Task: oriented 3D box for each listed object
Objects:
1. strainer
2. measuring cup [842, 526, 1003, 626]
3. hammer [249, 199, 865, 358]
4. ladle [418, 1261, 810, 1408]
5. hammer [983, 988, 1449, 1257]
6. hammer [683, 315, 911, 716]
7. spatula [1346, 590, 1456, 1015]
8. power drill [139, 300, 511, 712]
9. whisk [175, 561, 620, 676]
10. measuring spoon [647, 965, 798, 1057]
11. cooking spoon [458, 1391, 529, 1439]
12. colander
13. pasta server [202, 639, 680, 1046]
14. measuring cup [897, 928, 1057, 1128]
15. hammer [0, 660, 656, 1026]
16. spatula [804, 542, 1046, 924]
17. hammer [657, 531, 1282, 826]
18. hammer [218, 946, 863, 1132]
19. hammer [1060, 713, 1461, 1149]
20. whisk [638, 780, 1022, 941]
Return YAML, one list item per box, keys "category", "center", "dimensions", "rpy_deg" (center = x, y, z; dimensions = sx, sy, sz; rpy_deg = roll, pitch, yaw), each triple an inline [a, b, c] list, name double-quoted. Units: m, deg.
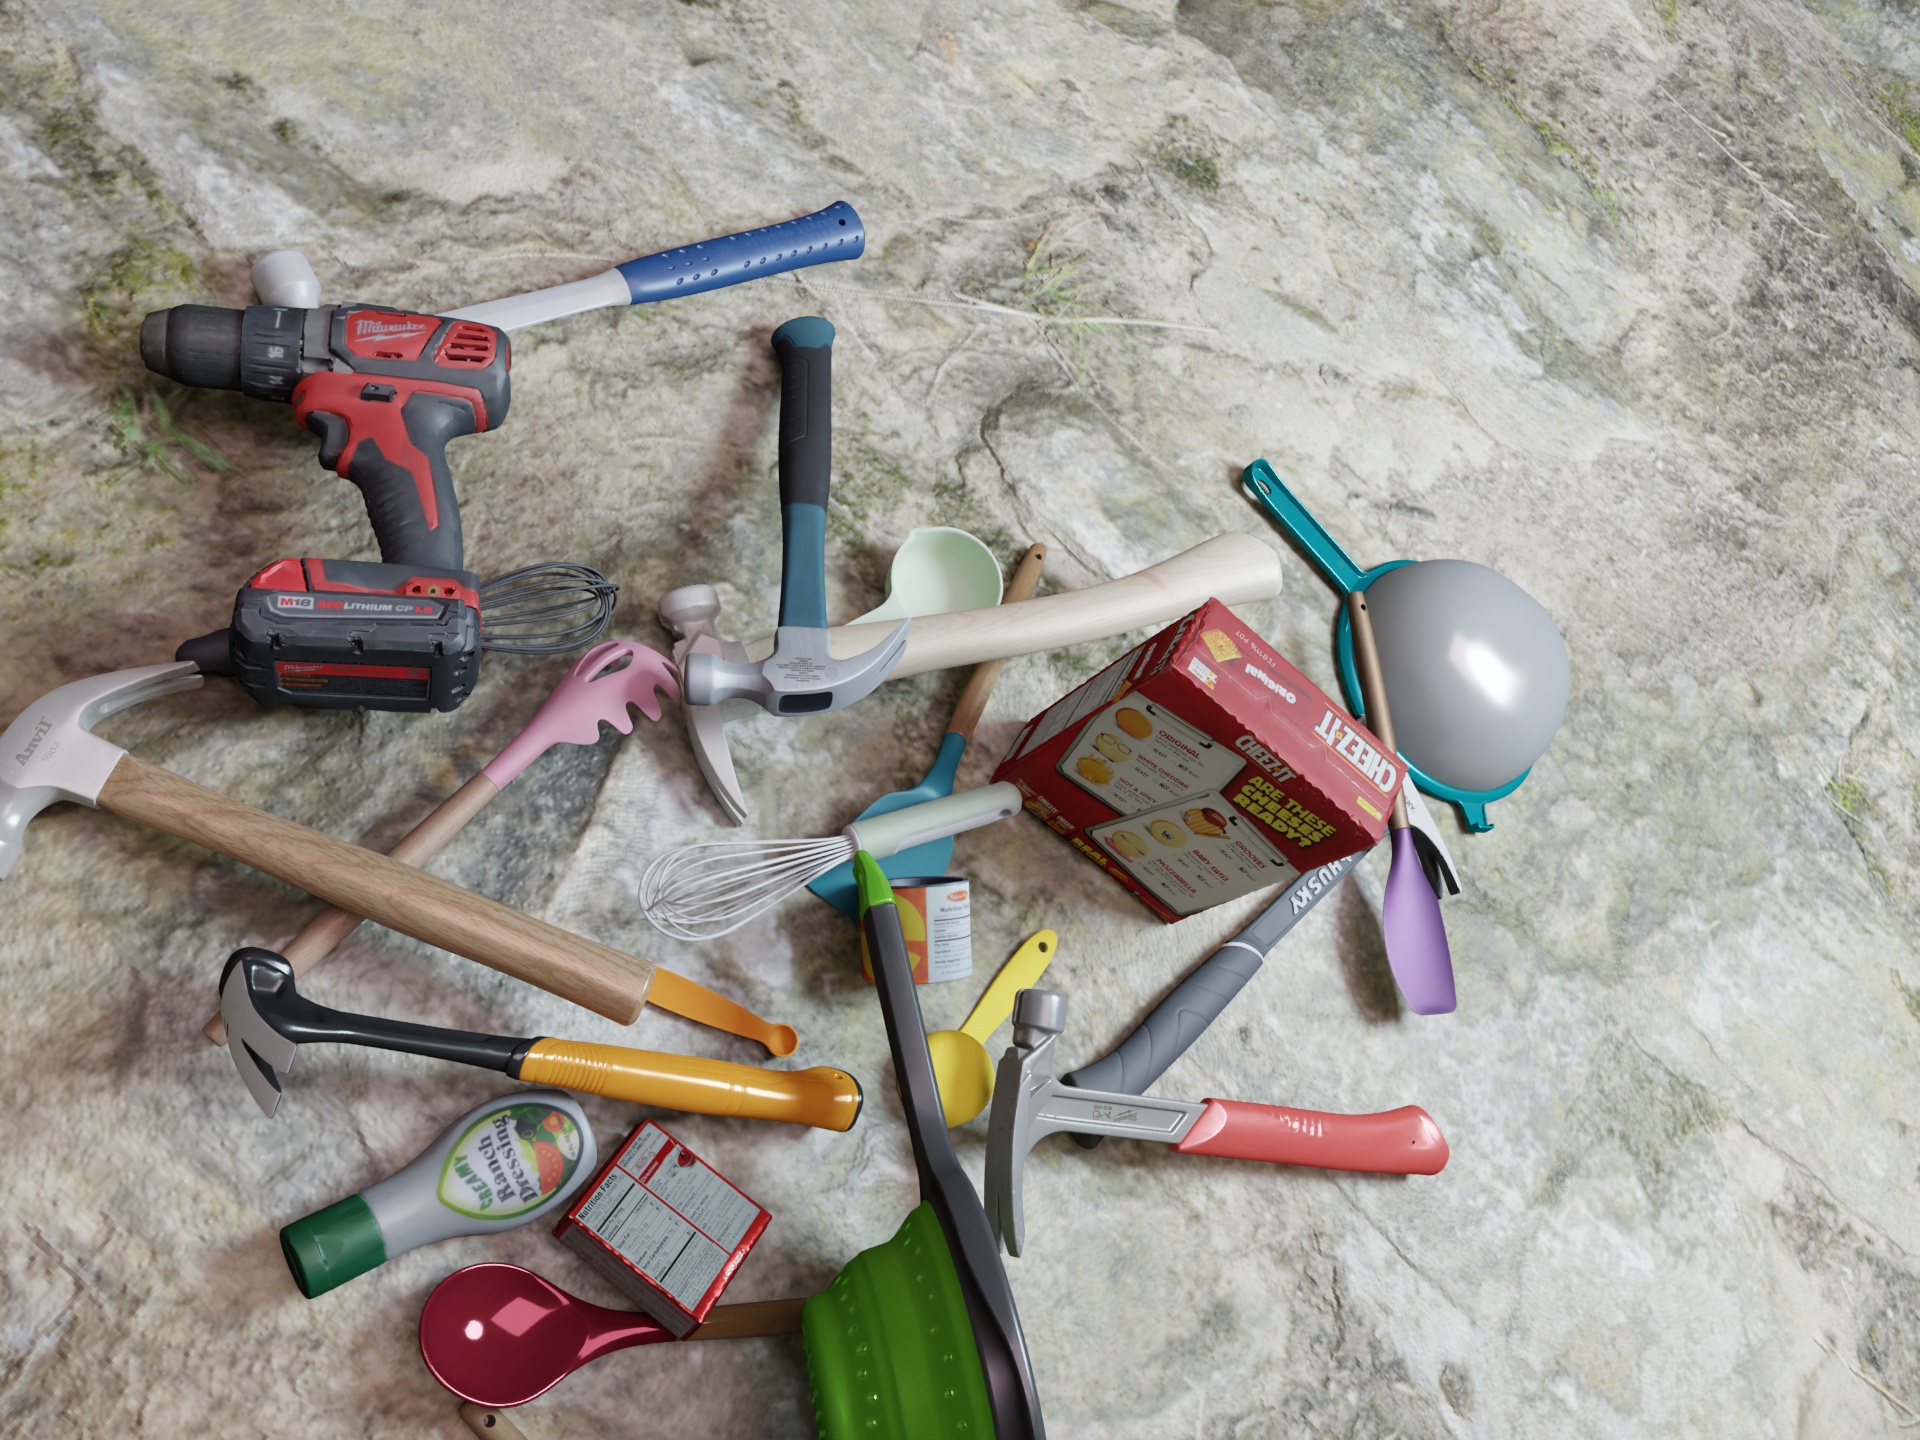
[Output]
- category: "strainer"
  center: [0.362, -0.092, 1.241]
  dimensions: [0.340, 0.095, 0.211]
  rpy_deg: [46, 55, -7]
- category: "measuring cup"
  center: [-0.049, -0.064, 1.040]
  dimensions: [0.167, 0.038, 0.083]
  rpy_deg: [-33, 86, -20]
- category: "hammer"
  center: [-0.225, -0.271, 1.021]
  dimensions: [0.405, 0.035, 0.144]
  rpy_deg: [-27, 84, -35]
- category: "ladle"
  center: [-0.125, 0.315, 0.836]
  dimensions: [0.315, 0.031, 0.069]
  rpy_deg: [7, 54, -29]
- category: "hammer"
  center: [0.172, 0.266, 0.997]
  dimensions: [0.358, 0.037, 0.149]
  rpy_deg: [15, 75, -31]
- category: "hammer"
  center: [-0.099, -0.138, 0.989]
  dimensions: [0.128, 0.033, 0.331]
  rpy_deg: [4, 52, -9]
- category: "spatula"
  center: [0.312, 0.055, 1.154]
  dimensions: [0.059, 0.018, 0.316]
  rpy_deg: [3, 71, -28]
- category: "power drill"
  center: [-0.334, -0.124, 0.834]
  dimensions: [0.187, 0.080, 0.227]
  rpy_deg: [3, 64, -18]
- category: "whisk"
  center: [-0.304, -0.052, 0.881]
  dimensions: [0.239, 0.055, 0.055]
  rpy_deg: [-11, 76, -28]
- category: "measuring spoon"
  center: [-0.145, 0.163, 0.900]
  dimensions: [0.117, 0.011, 0.021]
  rpy_deg: [27, 59, -14]
- category: "cooking spoon"
  center: [-0.135, 0.449, 0.778]
  dimensions: [0.319, 0.017, 0.069]
  rpy_deg: [49, 55, -3]
- category: "colander"
  center: [-0.043, 0.258, 0.815]
  dimensions: [0.094, 0.204, 0.397]
  rpy_deg: [-10, 65, -11]
- category: "pasta server"
  center: [-0.271, 0.057, 0.854]
  dimensions: [0.060, 0.040, 0.316]
  rpy_deg: [25, 57, 29]
- category: "measuring cup"
  center: [0.021, 0.181, 0.972]
  dimensions: [0.062, 0.029, 0.156]
  rpy_deg: [45, 57, -6]
- category: "hammer"
  center: [-0.310, 0.073, 0.796]
  dimensions: [0.331, 0.031, 0.130]
  rpy_deg: [24, 66, -10]
- category: "spatula"
  center: [-0.002, -0.003, 1.044]
  dimensions: [0.082, 0.044, 0.318]
  rpy_deg: [34, 52, -13]
- category: "hammer"
  center: [0.025, -0.048, 1.013]
  dimensions: [0.410, 0.038, 0.146]
  rpy_deg: [-13, 77, -19]
- category: "hammer"
  center: [-0.192, 0.177, 0.805]
  dimensions: [0.336, 0.127, 0.034]
  rpy_deg: [17, 94, -33]
- category: "hammer"
  center: [0.207, 0.153, 1.088]
  dimensions: [0.409, 0.036, 0.149]
  rpy_deg: [-36, 91, -35]
- category: "whisk"
  center: [-0.070, 0.076, 0.934]
  dimensions: [0.246, 0.057, 0.059]
  rpy_deg: [-15, 64, -26]
